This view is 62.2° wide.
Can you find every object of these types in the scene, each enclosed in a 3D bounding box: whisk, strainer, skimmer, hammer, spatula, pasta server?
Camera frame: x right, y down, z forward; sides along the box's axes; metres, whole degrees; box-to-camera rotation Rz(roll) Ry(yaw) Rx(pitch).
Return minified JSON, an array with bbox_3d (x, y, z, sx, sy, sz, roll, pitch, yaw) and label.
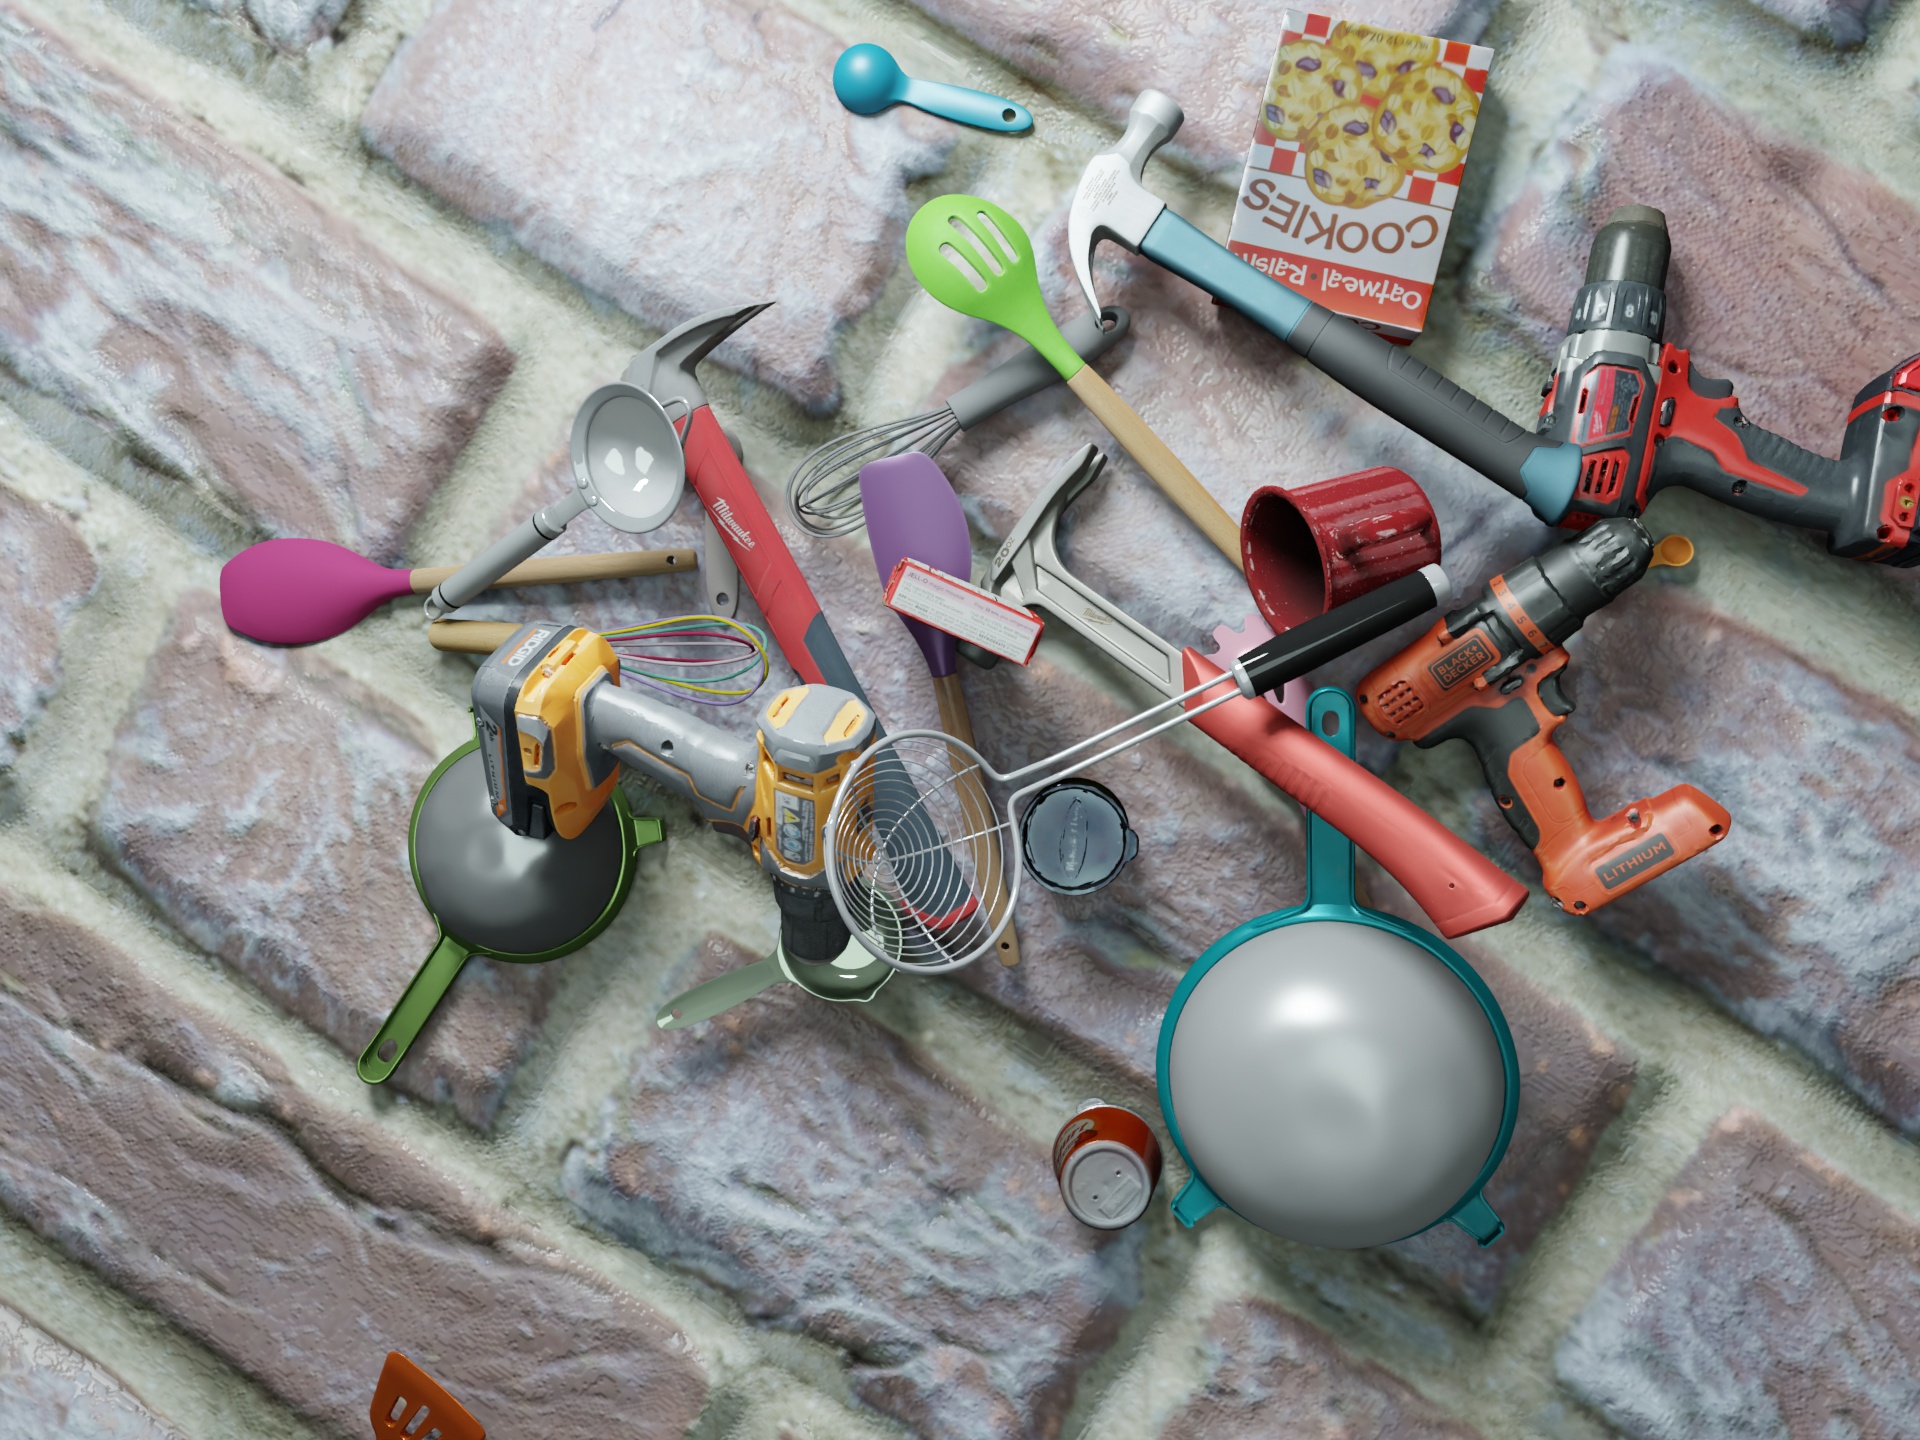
[{"bbox_3d":[0.000,-0.183,0.961,0.239,0.055,0.055,-31,88,2],"label":"whisk"},{"bbox_3d":[-0.312,0.124,0.990,0.151,0.069,0.256,34,93,4],"label":"strainer"},{"bbox_3d":[-0.222,-0.048,0.965,0.245,0.047,0.051,6,63,23],"label":"whisk"},{"bbox_3d":[0.100,0.011,0.828,0.363,0.090,0.127,-26,101,1],"label":"skimmer"},{"bbox_3d":[0.203,-0.218,0.894,0.331,0.033,0.128,35,93,9],"label":"hammer"},{"bbox_3d":[-0.081,-0.054,0.948,0.143,0.038,0.386,-26,95,33],"label":"hammer"},{"bbox_3d":[0.210,0.154,0.900,0.211,0.095,0.340,0,98,14],"label":"strainer"},{"bbox_3d":[-0.424,0.537,1.028,0.081,0.041,0.322,41,96,3],"label":"spatula"},{"bbox_3d":[0.226,0.086,0.955,0.060,0.040,0.316,-23,93,6],"label":"pasta server"},{"bbox_3d":[0.163,-0.008,0.895,0.359,0.036,0.149,38,98,24],"label":"hammer"},{"bbox_3d":[-0.002,-0.003,0.953,0.060,0.018,0.316,-11,98,11],"label":"spatula"},{"bbox_3d":[-0.238,-0.123,0.946,0.258,0.050,0.087,-28,89,28],"label":"strainer"}]

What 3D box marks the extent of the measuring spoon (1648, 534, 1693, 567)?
[{"bbox_3d":[0.373,-0.087,0.942,0.117,0.011,0.021,-14,74,9],"label":"measuring spoon"}]

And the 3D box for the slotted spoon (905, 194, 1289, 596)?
[{"bbox_3d":[0.087,-0.187,0.936,0.313,0.031,0.070,46,79,-8],"label":"slotted spoon"}]

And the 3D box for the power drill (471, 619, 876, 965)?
[{"bbox_3d":[-0.155,0.046,0.913,0.226,0.084,0.185,15,130,14],"label":"power drill"}]

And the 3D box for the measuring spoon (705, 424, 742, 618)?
[{"bbox_3d":[-0.152,-0.123,0.992,0.034,0.018,0.124,-3,92,6],"label":"measuring spoon"}]

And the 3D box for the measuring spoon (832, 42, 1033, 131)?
[{"bbox_3d":[-0.018,-0.383,0.968,0.128,0.021,0.042,17,93,7],"label":"measuring spoon"}]

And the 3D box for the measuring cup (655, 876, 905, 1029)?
[{"bbox_3d":[-0.111,0.151,0.986,0.167,0.038,0.083,-25,89,8],"label":"measuring cup"}]

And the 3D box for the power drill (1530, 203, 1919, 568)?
[{"bbox_3d":[0.448,-0.186,0.899,0.227,0.080,0.188,11,87,10],"label":"power drill"}]

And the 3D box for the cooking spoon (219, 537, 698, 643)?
[{"bbox_3d":[-0.323,-0.091,1.011,0.319,0.017,0.069,-4,92,7],"label":"cooking spoon"}]
